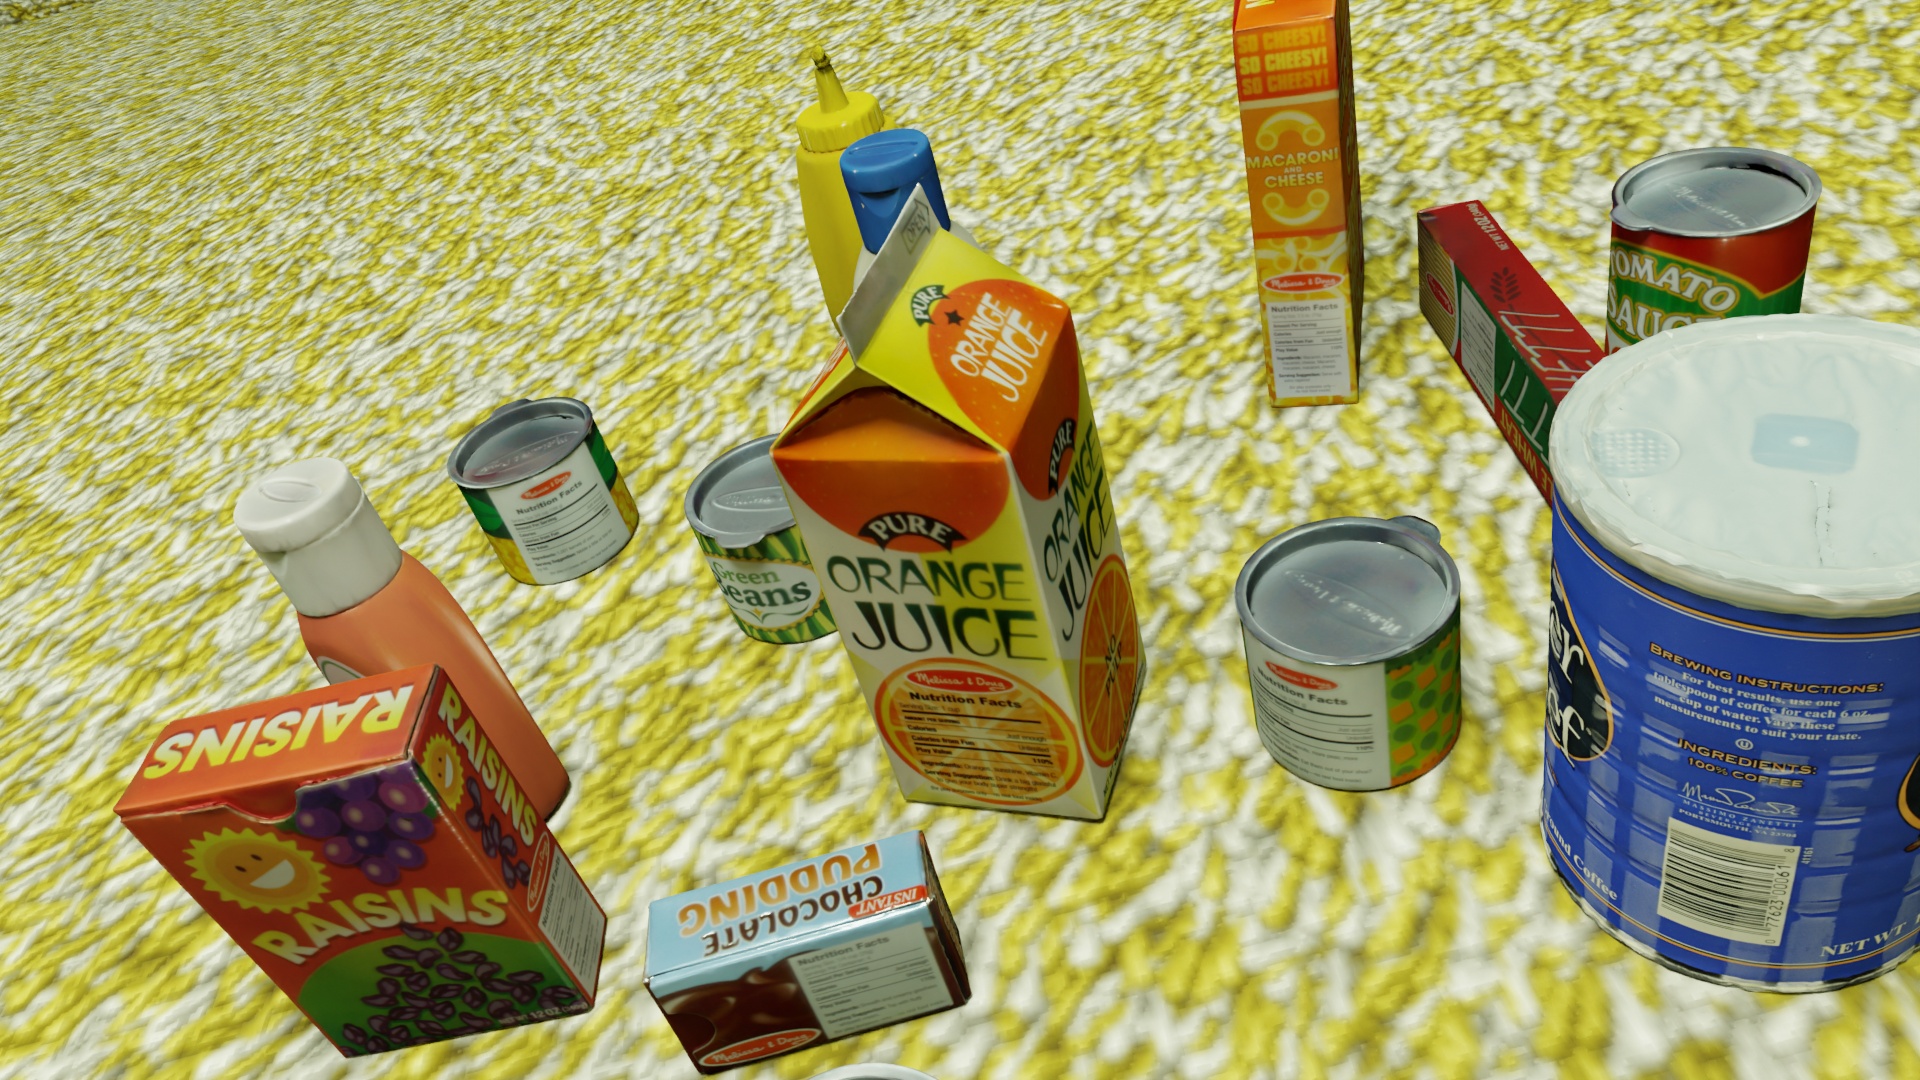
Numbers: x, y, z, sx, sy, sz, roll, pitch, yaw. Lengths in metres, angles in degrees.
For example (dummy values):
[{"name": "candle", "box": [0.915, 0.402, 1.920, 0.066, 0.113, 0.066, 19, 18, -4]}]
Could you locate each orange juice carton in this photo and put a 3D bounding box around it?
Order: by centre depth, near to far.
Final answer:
[{"name": "orange juice carton", "box": [0.002, -0.005, 0.423, 0.073, 0.191, 0.072, 1, 41, 22]}]

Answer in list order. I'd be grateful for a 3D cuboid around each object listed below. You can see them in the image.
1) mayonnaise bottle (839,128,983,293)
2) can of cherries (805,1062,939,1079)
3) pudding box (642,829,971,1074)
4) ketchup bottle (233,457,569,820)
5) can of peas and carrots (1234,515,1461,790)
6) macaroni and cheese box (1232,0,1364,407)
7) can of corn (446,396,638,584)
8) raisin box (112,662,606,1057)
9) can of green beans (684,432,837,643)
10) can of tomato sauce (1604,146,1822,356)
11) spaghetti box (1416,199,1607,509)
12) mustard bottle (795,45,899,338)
[{"name": "mayonnaise bottle", "box": [-0.013, -0.094, 0.576, 0.065, 0.147, 0.041, -2, 40, 18]}, {"name": "can of cherries", "box": [-0.015, 0.167, 0.324, 0.071, 0.058, 0.072, -10, 38, 8]}, {"name": "pudding box", "box": [-0.044, 0.119, 0.401, 0.084, 0.049, 0.030, -16, 37, 1]}, {"name": "ketchup bottle", "box": [-0.190, 0.040, 0.474, 0.065, 0.148, 0.044, 7, 44, 28]}, {"name": "can of peas and carrots", "box": [0.124, 0.034, 0.437, 0.071, 0.058, 0.071, -10, 38, 8]}, {"name": "macaroni and cheese box", "box": [0.144, -0.159, 0.583, 0.040, 0.165, 0.124, -2, 40, 19]}, {"name": "can of corn", "box": [-0.187, -0.024, 0.626, 0.071, 0.058, 0.071, -10, 38, 8]}, {"name": "raisin box", "box": [-0.171, 0.099, 0.413, 0.086, 0.122, 0.040, -12, 38, 6]}, {"name": "can of green beans", "box": [-0.069, -0.001, 0.554, 0.071, 0.057, 0.071, -10, 38, 8]}, {"name": "can of tomato sauce", "box": [0.277, -0.094, 0.520, 0.071, 0.082, 0.071, -10, 38, 8]}, {"name": "spaghetti box", "box": [0.221, -0.050, 0.513, 0.029, 0.050, 0.251, -13, 38, 6]}, {"name": "mustard bottle", "box": [-0.044, -0.159, 0.658, 0.049, 0.159, 0.065, 24, 53, 40]}]
